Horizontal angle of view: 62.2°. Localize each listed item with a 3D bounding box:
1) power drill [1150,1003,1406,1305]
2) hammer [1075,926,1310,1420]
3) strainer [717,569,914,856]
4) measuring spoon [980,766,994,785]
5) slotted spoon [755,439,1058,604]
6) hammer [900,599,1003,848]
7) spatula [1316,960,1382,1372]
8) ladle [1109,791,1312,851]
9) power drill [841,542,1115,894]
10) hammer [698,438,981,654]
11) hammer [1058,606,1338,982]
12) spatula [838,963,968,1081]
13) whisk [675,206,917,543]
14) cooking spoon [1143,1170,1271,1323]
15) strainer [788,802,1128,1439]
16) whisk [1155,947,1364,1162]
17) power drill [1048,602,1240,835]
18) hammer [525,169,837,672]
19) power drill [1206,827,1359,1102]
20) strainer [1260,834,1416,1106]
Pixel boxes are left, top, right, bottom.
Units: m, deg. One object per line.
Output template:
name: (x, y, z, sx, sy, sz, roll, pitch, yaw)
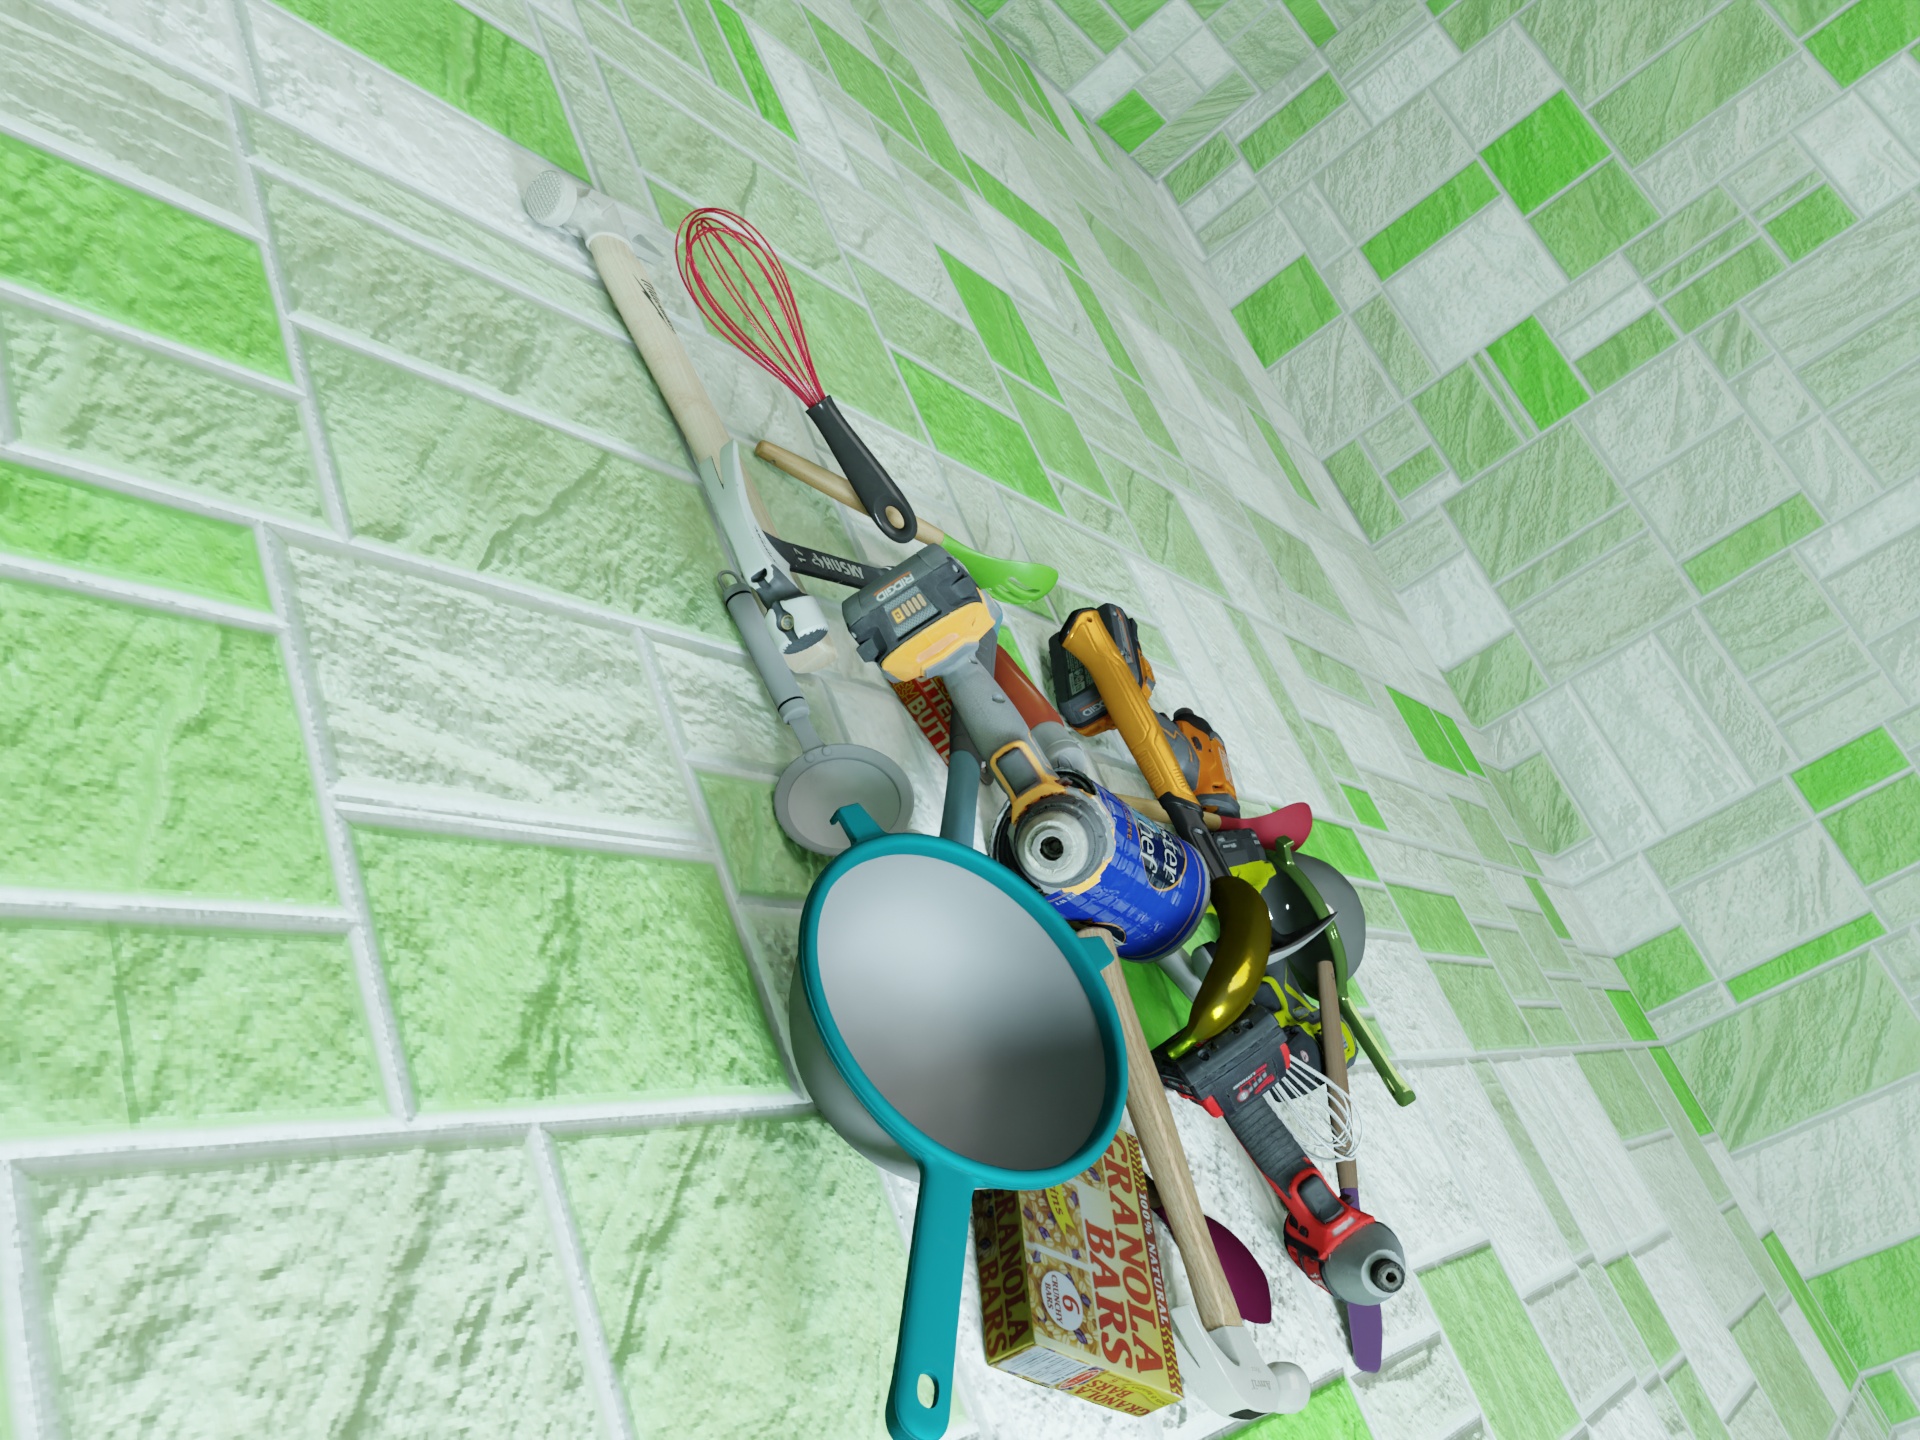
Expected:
power drill: (0.233, 0.312, 1.128, 0.219, 0.078, 0.143, 57, -10, 2)
hammer: (0.133, 0.285, 1.044, 0.130, 0.031, 0.332, 27, 37, -48)
strainer: (-0.102, 0.001, 1.016, 0.087, 0.050, 0.259, -19, 62, -20)
measuring spoon: (-0.002, -0.004, 1.241, 0.034, 0.018, 0.124, -5, 68, -44)
slotted spoon: (-0.039, -0.158, 1.312, 0.313, 0.070, 0.031, 24, 59, -36)
hammer: (0.004, 0.021, 1.119, 0.331, 0.033, 0.128, -83, 150, -48)
spatula: (0.305, 0.344, 1.255, 0.059, 0.018, 0.316, 28, 52, -46)
ladle: (0.208, 0.086, 1.410, 0.315, 0.069, 0.031, 12, 28, -37)
power drill: (0.019, 0.006, 0.971, 0.226, 0.084, 0.185, 58, 6, 5)
hammer: (-0.063, -0.106, 1.176, 0.149, 0.036, 0.408, 62, 18, 12)
hammer: (0.177, 0.048, 1.307, 0.127, 0.034, 0.337, -17, 67, -25)
spatula: (0.024, 0.172, 1.050, 0.322, 0.041, 0.081, 7, 54, -64)
whisk: (-0.120, -0.260, 1.220, 0.295, 0.073, 0.073, 56, 23, -14)
cooking spoon: (0.115, 0.303, 1.050, 0.318, 0.017, 0.069, 45, 27, -23)
strainer: (-0.023, 0.215, 0.824, 0.211, 0.095, 0.341, 30, 39, -19)
whisk: (0.219, 0.245, 1.239, 0.246, 0.058, 0.059, 47, 21, 18)
power drill: (0.176, -0.003, 1.485, 0.226, 0.084, 0.164, 45, 25, -31)
hammer: (-0.183, -0.214, 1.150, 0.146, 0.038, 0.411, 4, 55, -61)
power drill: (0.249, 0.209, 1.349, 0.171, 0.080, 0.223, 2, 59, -61)
strainer: (0.350, 0.218, 1.426, 0.256, 0.069, 0.151, 60, -16, 18)
